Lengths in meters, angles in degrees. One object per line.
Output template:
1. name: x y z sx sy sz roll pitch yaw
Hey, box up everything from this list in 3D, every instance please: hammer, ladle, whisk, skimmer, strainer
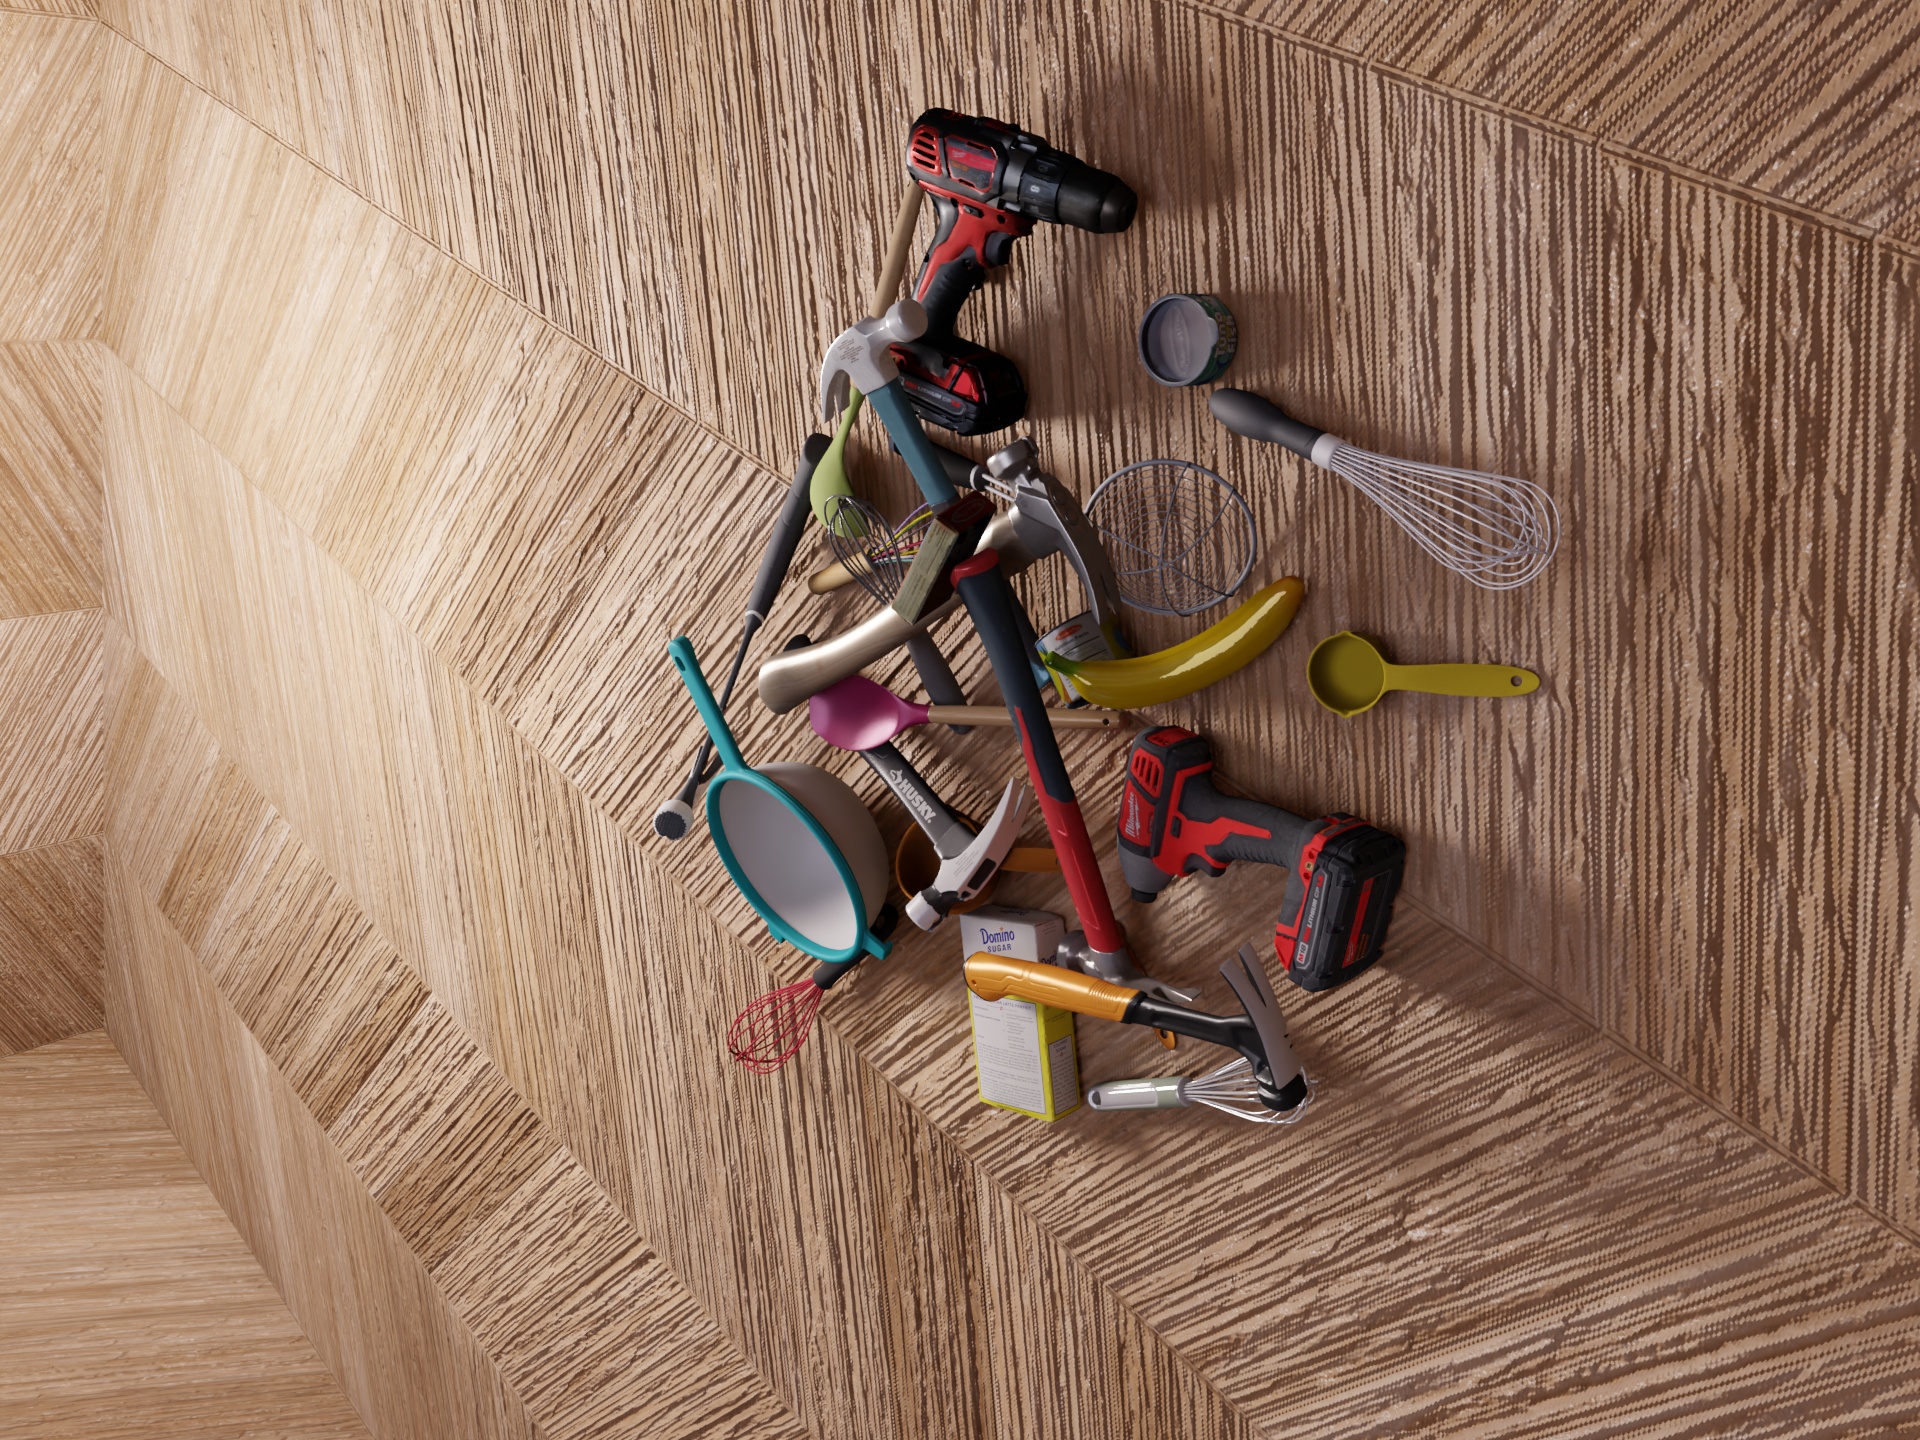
1. hammer: -0.040 -0.077 1.292 0.410 0.038 0.146 -28 94 47
2. ladle: -0.066 -0.305 1.349 0.078 0.062 0.320 -110 35 -59
3. whisk: -0.050 -0.089 1.360 0.055 0.055 0.238 -10 114 45
4. hammer: -0.067 0.026 1.419 0.146 0.035 0.335 -48 52 7
5. skimmer: 0.075 -0.183 1.261 0.364 0.090 0.127 34 140 46
6. whisk: 0.186 0.297 1.272 0.246 0.059 0.058 -21 74 50
7. strainer: -0.161 0.060 1.472 0.211 0.095 0.340 -2 117 52
8. hammer: -0.199 -0.083 1.515 0.036 0.149 0.408 23 113 -3
9. whisk: -0.148 0.268 1.585 0.295 0.073 0.073 -47 68 34
10. hammer: -0.006 -0.164 1.262 0.128 0.033 0.330 -11 115 46
11. whisk: -0.058 -0.146 1.398 0.245 0.047 0.051 -16 87 50
12. whisk: 0.272 -0.168 1.059 0.285 0.070 0.070 37 124 38
13. hammer: 0.114 0.212 1.231 0.337 0.034 0.127 2 120 51
14. hammer: 0.079 0.052 1.208 0.143 0.038 0.386 15 131 54

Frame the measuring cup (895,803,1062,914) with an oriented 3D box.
1. measuring cup: 0.029 0.125 1.370 0.174 0.052 0.095 -1 69 30

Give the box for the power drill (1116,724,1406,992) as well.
1. power drill: 0.208 0.105 1.181 0.220 0.078 0.143 28 119 39

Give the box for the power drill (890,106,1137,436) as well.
1. power drill: 0.029 -0.337 1.221 0.188 0.080 0.226 27 120 23

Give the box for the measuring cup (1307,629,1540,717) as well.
1. measuring cup: 0.315 -0.031 1.080 0.156 0.029 0.062 4 104 32

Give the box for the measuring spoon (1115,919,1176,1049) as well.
1. measuring spoon: 0.147 0.219 1.312 0.021 0.011 0.117 -36 75 43

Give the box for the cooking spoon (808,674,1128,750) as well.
1. cooking spoon: -0.002 -0.004 1.351 0.319 0.017 0.068 2 100 33
